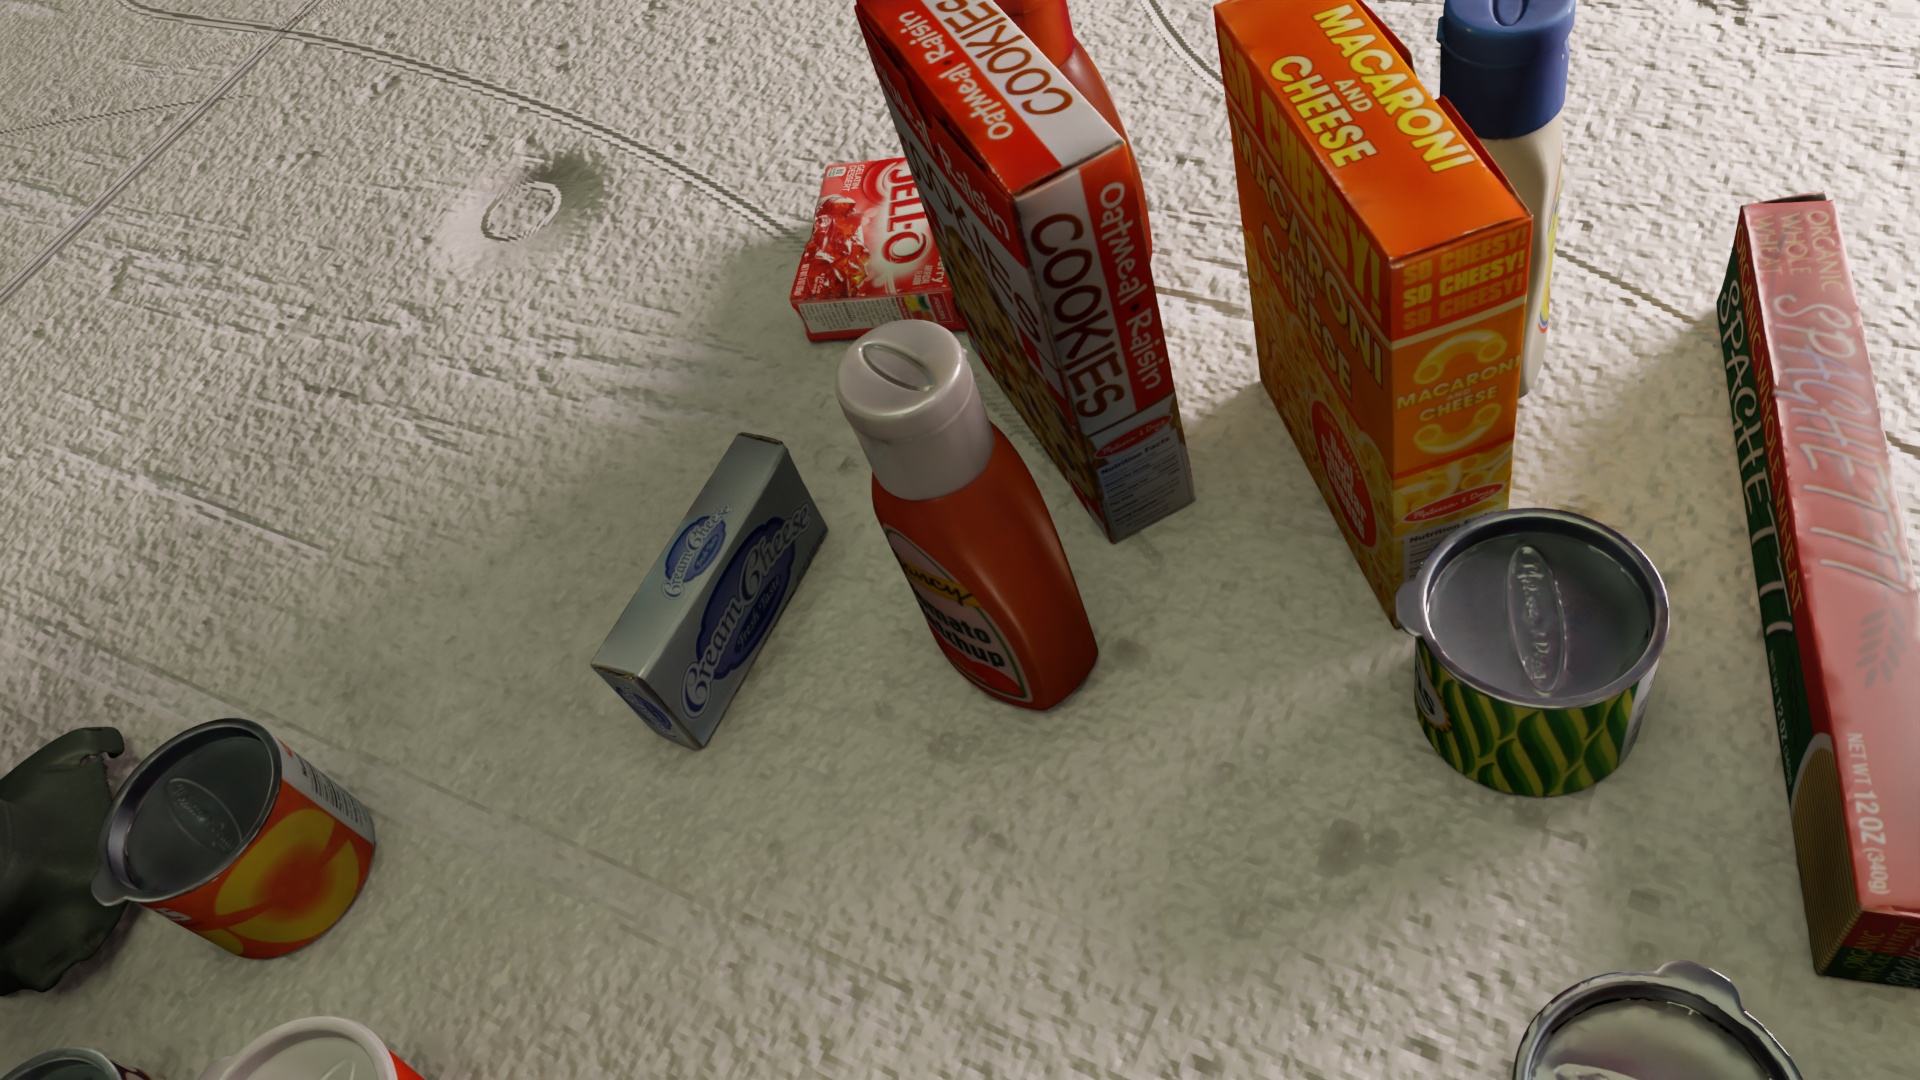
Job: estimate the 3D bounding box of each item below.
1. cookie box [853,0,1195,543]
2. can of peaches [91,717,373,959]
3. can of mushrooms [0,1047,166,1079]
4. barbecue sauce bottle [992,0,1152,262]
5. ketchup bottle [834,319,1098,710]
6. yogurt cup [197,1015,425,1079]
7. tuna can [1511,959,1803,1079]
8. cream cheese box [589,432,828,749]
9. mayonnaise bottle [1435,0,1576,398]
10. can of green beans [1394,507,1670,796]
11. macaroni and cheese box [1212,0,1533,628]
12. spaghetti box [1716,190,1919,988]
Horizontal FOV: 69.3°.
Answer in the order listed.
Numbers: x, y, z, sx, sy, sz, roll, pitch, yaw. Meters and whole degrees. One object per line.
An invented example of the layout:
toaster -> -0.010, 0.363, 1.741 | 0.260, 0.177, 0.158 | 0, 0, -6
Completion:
cookie box -> 0.024, -0.094, 0.475 | 0.040, 0.166, 0.123 | -28, 52, -4
can of peaches -> -0.251, 0.106, 0.482 | 0.071, 0.057, 0.071 | -8, 53, 11
can of mushrooms -> -0.281, 0.199, 0.438 | 0.071, 0.033, 0.071 | -8, 53, 11
barbecue sauce bottle -> 0.033, -0.156, 0.530 | 0.065, 0.148, 0.044 | 3, 56, 20
ketchup bottle -> 0.002, -0.005, 0.429 | 0.065, 0.148, 0.044 | 32, 70, 33
yogurt cup -> -0.183, 0.181, 0.408 | 0.072, 0.053, 0.073 | -8, 53, 11
tuna can -> 0.171, 0.141, 0.342 | 0.071, 0.032, 0.071 | -8, 53, 11
cream cheese box -> -0.086, 0.018, 0.499 | 0.024, 0.053, 0.104 | 14, 60, 25
mayonnaise bottle -> 0.176, -0.114, 0.455 | 0.041, 0.147, 0.065 | 4, 56, 20
can of green beans -> 0.167, 0.033, 0.407 | 0.071, 0.057, 0.071 | -8, 53, 11
macaroni and cheese box -> 0.125, -0.070, 0.427 | 0.040, 0.165, 0.124 | -20, 52, 3
spaghetti box -> 0.255, 0.000, 0.409 | 0.028, 0.050, 0.251 | 1, 55, 18
